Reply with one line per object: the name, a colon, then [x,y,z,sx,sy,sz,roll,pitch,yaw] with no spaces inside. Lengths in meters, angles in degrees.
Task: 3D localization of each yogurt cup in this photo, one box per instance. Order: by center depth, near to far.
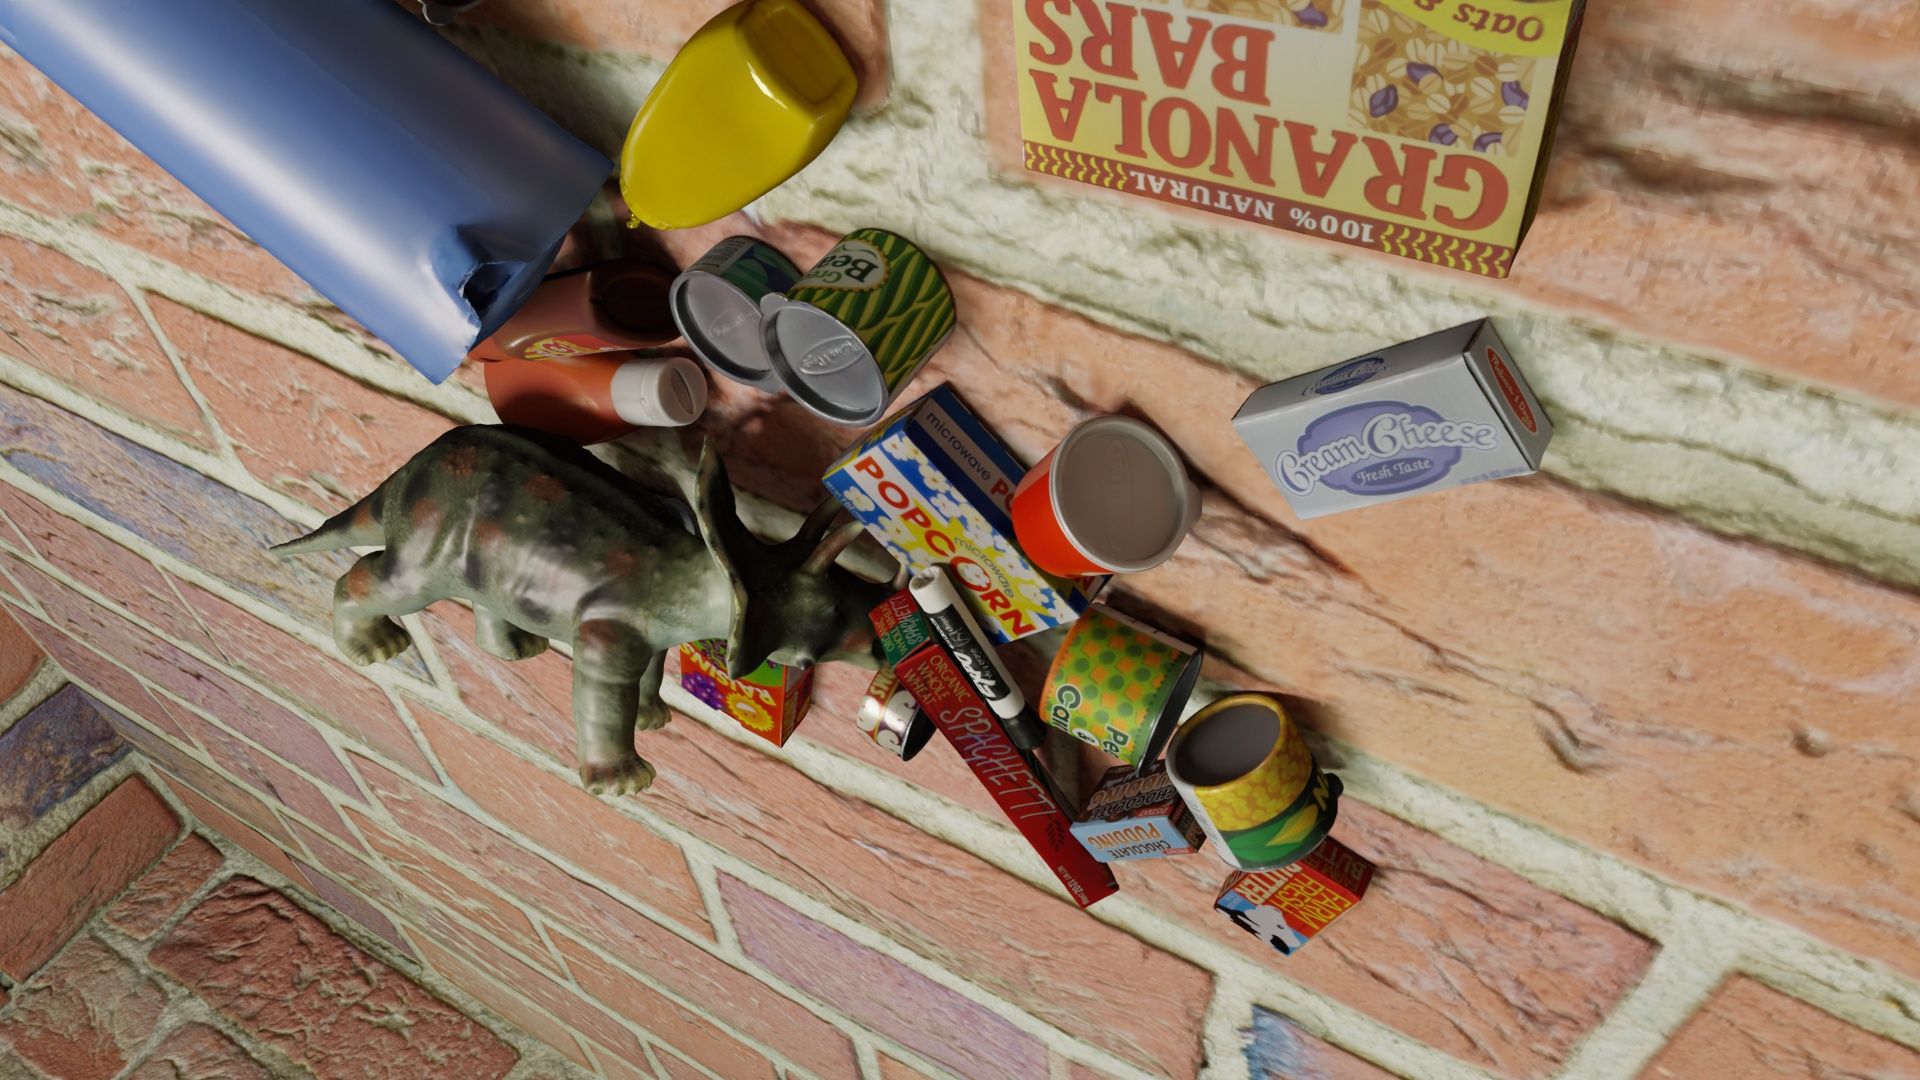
yogurt cup: [0.058,-0.015,0.600,0.072,0.073,0.053,44,154,-9]

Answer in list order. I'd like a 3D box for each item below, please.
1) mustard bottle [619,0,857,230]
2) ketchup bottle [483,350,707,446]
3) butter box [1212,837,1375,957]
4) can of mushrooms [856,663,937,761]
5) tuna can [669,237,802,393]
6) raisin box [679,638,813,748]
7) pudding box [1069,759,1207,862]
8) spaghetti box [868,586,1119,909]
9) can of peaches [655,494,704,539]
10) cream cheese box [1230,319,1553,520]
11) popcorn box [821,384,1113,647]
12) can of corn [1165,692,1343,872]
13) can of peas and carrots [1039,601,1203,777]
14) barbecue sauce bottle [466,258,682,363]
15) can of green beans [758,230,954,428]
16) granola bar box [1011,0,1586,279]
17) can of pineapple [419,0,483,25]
mustard bottle: [-0.106,-0.167,0.581,0.065,0.049,0.160,50,145,-17]
ketchup bottle: [-0.204,-0.083,0.777,0.149,0.044,0.064,5,125,39]
butter box: [0.182,0.193,0.768,0.053,0.024,0.103,31,146,9]
can of mushrooms: [-0.029,0.090,0.802,0.033,0.071,0.070,28,145,16]
tuna can: [-0.101,-0.107,0.662,0.071,0.033,0.070,24,144,19]
raisin box: [-0.141,0.077,0.914,0.086,0.040,0.122,29,146,11]
pudding box: [0.104,0.148,0.764,0.030,0.050,0.083,49,145,-14]
spaghetti box: [0.024,0.122,0.778,0.249,0.028,0.050,56,-176,-38]
can of peaches: [-0.204,0.000,0.860,0.058,0.071,0.071,14,140,31]
cream cheese box: [0.156,-0.041,0.511,0.103,0.024,0.053,-14,121,50]
popcorn box: [0.002,-0.009,0.680,0.126,0.038,0.085,46,146,-13]
can of corn: [0.143,0.116,0.677,0.071,0.071,0.058,-5,127,46]
can of peas and carrots: [0.077,0.073,0.679,0.059,0.071,0.070,25,145,19]
barbecue sauce bottle: [-0.211,-0.117,0.724,0.148,0.065,0.043,1,94,41]
can of green beans: [-0.044,-0.092,0.604,0.071,0.058,0.071,24,145,19]
granola bar box: [0.096,-0.156,0.416,0.166,0.039,0.123,20,143,24]
can of pineapple: [-0.223,-0.256,0.563,0.058,0.071,0.070,31,146,12]
